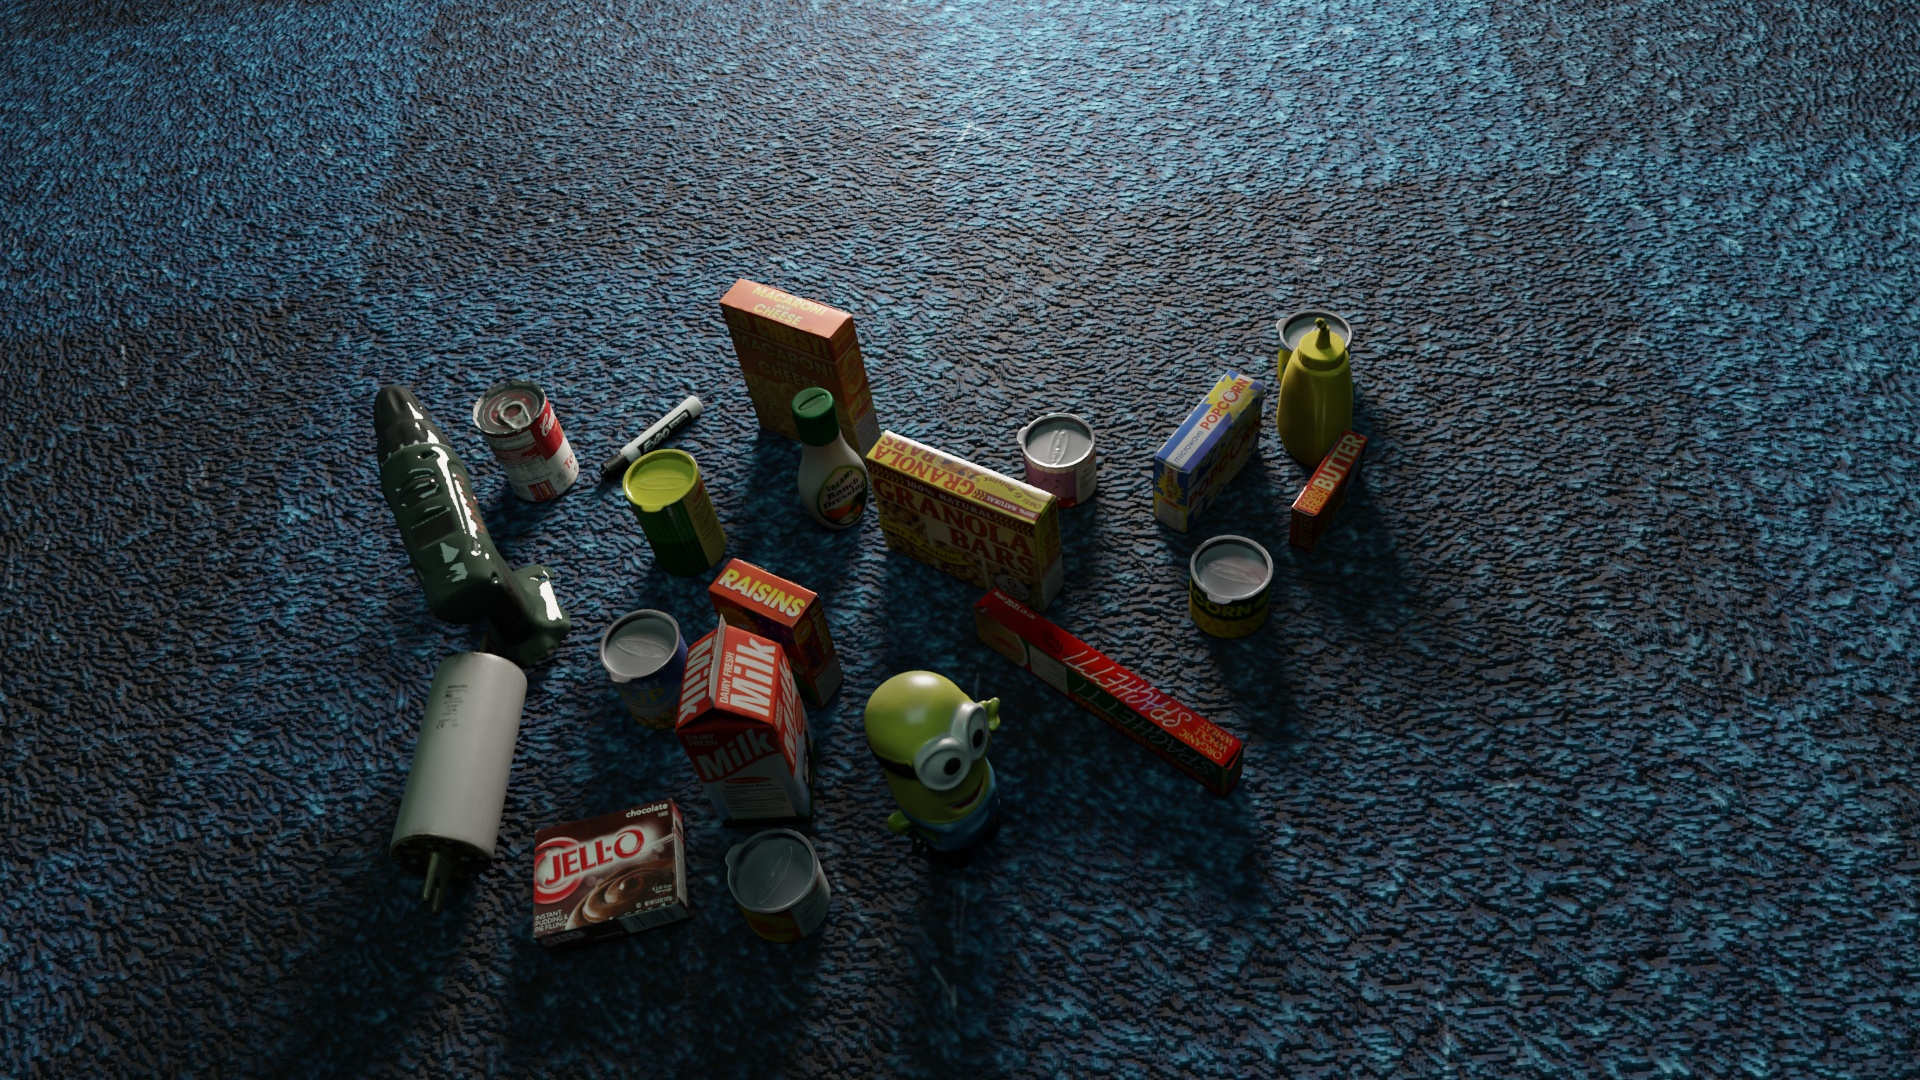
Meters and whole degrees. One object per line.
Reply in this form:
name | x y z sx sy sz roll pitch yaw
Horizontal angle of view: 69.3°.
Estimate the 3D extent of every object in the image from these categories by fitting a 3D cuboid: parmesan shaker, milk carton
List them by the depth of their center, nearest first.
milk carton | -0.160 0.138 1.037 0.073 0.189 0.073 -4 51 5
parmesan shaker | -0.253 -0.021 1.232 0.071 0.102 0.072 -4 51 5

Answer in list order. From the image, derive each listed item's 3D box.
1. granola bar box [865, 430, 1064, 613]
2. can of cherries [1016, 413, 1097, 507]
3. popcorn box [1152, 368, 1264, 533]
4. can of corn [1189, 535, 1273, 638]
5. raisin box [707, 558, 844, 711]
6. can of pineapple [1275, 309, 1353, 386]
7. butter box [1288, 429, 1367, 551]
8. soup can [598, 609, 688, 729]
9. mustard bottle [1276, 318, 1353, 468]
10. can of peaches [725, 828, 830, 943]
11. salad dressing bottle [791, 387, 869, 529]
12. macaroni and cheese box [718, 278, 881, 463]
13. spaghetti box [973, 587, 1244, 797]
granola bar box | 0.004 -0.015 1.179 0.166 0.123 0.039 22 58 23
can of cherries | 0.088 -0.072 1.256 0.071 0.058 0.072 -4 51 5
popcorn box | 0.218 -0.079 1.226 0.038 0.084 0.127 28 60 27
can of corn | 0.222 0.041 1.147 0.071 0.058 0.071 -4 51 5
raisin box | -0.147 0.077 1.127 0.086 0.122 0.040 22 58 23
can of pineapple | 0.331 -0.175 1.305 0.071 0.057 0.071 -4 51 5
butter box | 0.319 -0.043 1.204 0.024 0.052 0.104 25 59 25
soup can | -0.254 0.109 1.141 0.071 0.083 0.072 -4 51 5
mustard bottle | 0.312 -0.134 1.209 0.049 0.159 0.065 -30 54 -16
can of peaches | -0.135 0.254 1.025 0.071 0.057 0.071 -4 51 5
salad dressing bottle | -0.118 -0.071 1.226 0.064 0.147 0.044 -32 54 -17
macaroni and cheese box | -0.145 -0.155 1.285 0.124 0.165 0.040 21 58 23
spaghetti box | 0.115 0.118 1.105 0.250 0.050 0.029 31 62 28
